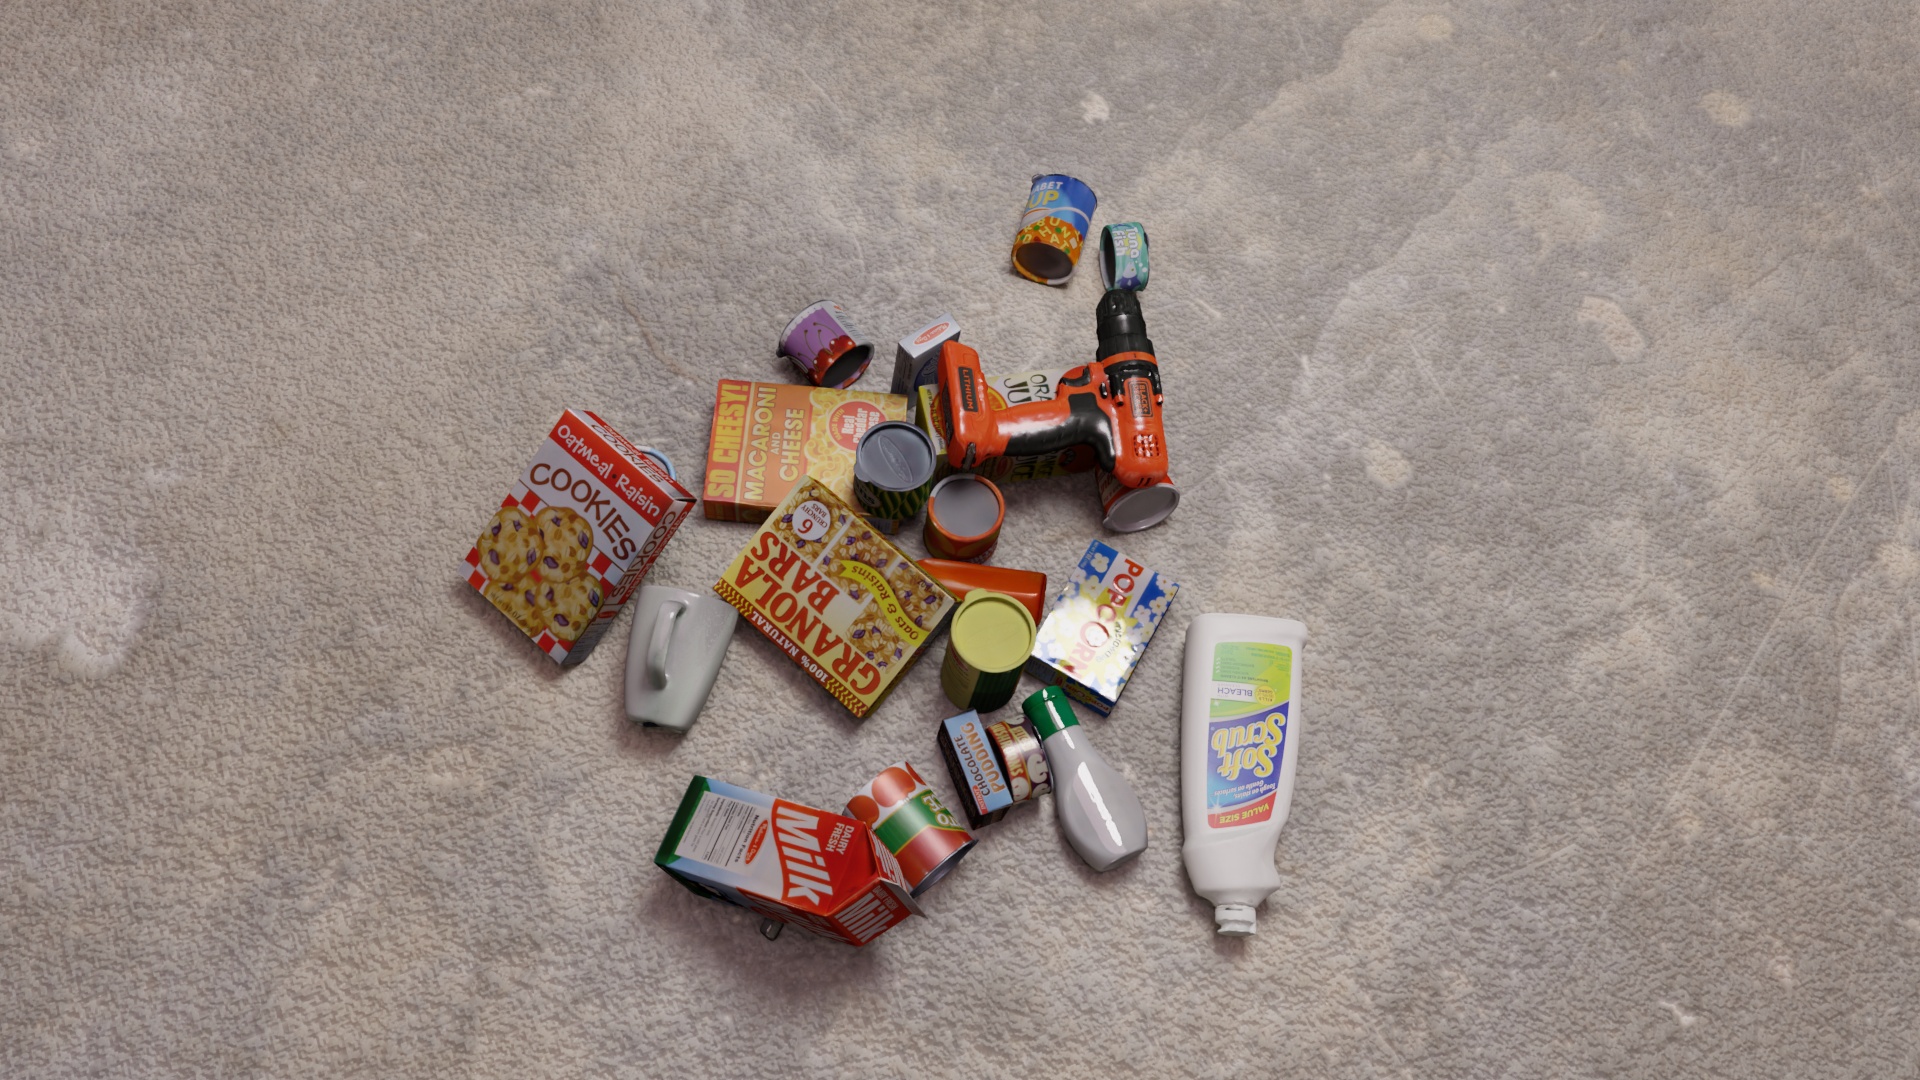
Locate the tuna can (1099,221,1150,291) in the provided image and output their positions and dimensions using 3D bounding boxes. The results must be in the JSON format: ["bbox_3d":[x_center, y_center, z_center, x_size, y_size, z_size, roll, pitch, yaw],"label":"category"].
[{"bbox_3d":[0.156,-0.270,1.321,0.033,0.070,0.071,-6,65,-8],"label":"tuna can"}]

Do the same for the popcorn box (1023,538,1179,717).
[{"bbox_3d":[0.118,0.072,1.168,0.085,0.038,0.127,29,65,8],"label":"popcorn box"}]

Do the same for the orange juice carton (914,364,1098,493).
[{"bbox_3d":[0.061,-0.101,1.227,0.193,0.072,0.072,-9,65,-10],"label":"orange juice carton"}]

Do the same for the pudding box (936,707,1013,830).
[{"bbox_3d":[0.010,0.180,1.097,0.030,0.049,0.084,-16,68,-15],"label":"pudding box"}]

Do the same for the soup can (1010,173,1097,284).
[{"bbox_3d":[0.087,-0.299,1.329,0.071,0.071,0.084,16,64,2],"label":"soup can"}]

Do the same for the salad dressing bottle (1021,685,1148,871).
[{"bbox_3d":[0.096,0.188,1.107,0.064,0.043,0.148,-19,66,-18],"label":"salad dressing bottle"}]

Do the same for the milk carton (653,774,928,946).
[{"bbox_3d":[-0.117,0.237,1.008,0.190,0.072,0.074,10,61,25],"label":"milk carton"}]

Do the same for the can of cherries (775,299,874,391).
[{"bbox_3d":[-0.122,-0.171,1.249,0.072,0.071,0.058,-37,74,-20],"label":"can of cherries"}]

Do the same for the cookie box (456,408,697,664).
[{"bbox_3d":[-0.308,-0.004,1.116,0.123,0.040,0.167,39,99,13],"label":"cookie box"}]

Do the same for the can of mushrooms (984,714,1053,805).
[{"bbox_3d":[0.045,0.172,1.094,0.033,0.070,0.071,-17,67,-12],"label":"can of mushrooms"}]

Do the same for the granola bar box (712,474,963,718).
[{"bbox_3d":[-0.100,0.045,1.133,0.166,0.039,0.124,40,93,13],"label":"granola bar box"}]

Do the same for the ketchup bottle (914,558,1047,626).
[{"bbox_3d":[-0.004,0.040,1.161,0.149,0.065,0.043,8,104,6],"label":"ketchup bottle"}]

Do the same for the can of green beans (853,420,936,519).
[{"bbox_3d":[-0.056,-0.058,1.159,0.071,0.057,0.071,3,65,-6],"label":"can of green beans"}]

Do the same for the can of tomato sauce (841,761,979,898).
[{"bbox_3d":[-0.039,0.220,1.064,0.071,0.071,0.083,-36,72,-20],"label":"can of tomato sauce"}]

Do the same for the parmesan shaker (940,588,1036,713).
[{"bbox_3d":[0.020,0.089,1.113,0.071,0.102,0.071,2,65,-5],"label":"parmesan shaker"}]

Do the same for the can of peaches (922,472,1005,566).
[{"bbox_3d":[0.004,-0.015,1.188,0.071,0.057,0.071,2,63,-5],"label":"can of peaches"}]

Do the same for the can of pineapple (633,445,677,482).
[{"bbox_3d":[-0.270,-0.037,1.170,0.071,0.057,0.071,2,64,-5],"label":"can of pineapple"}]

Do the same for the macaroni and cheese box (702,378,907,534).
[{"bbox_3d":[-0.133,-0.073,1.212,0.166,0.040,0.124,5,64,-4],"label":"macaroni and cheese box"}]

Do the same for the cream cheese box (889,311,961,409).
[{"bbox_3d":[-0.032,-0.157,1.228,0.053,0.103,0.024,-33,76,-18],"label":"cream cheese box"}]

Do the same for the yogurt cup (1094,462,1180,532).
[{"bbox_3d":[0.152,-0.047,1.217,0.072,0.072,0.054,-13,58,-12],"label":"yogurt cup"}]
